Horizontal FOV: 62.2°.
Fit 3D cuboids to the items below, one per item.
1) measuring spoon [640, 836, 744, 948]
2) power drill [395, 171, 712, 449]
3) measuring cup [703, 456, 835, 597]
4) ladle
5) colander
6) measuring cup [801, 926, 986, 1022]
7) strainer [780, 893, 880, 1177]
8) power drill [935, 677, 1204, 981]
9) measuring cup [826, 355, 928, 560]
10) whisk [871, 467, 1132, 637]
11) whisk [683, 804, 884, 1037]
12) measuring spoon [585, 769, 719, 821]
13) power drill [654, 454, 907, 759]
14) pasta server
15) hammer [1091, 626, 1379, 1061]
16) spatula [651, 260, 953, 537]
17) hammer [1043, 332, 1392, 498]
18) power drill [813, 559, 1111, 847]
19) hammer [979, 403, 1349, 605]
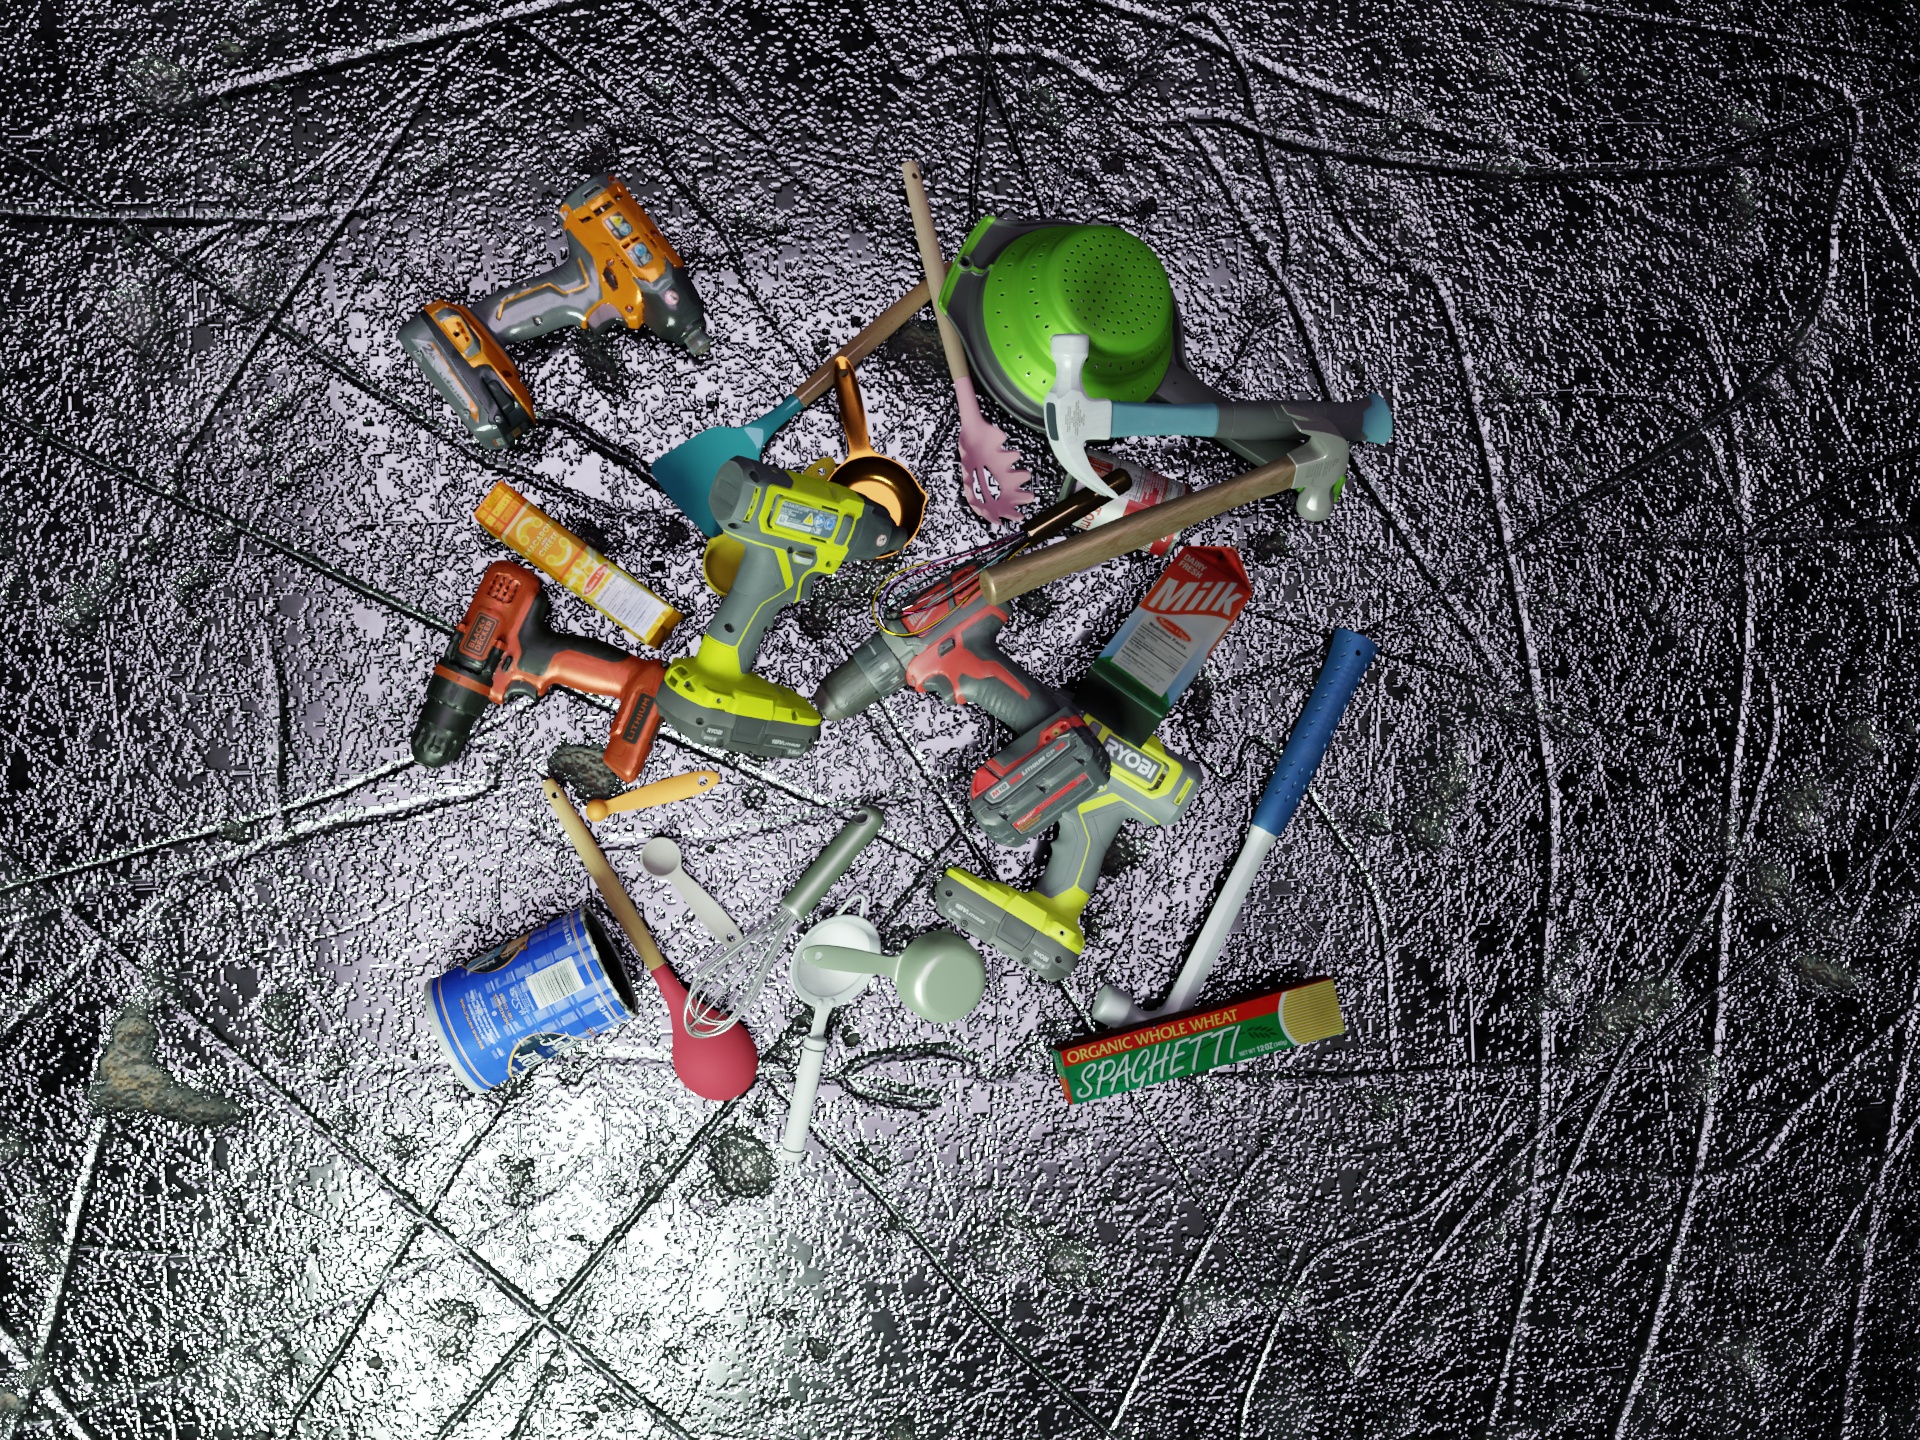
[{"bbox_3d":[-0.227,0.149,1.359,0.034,0.018,0.124,-40,101,-5],"label":"measuring spoon"},{"bbox_3d":[-0.326,-0.324,1.314,0.226,0.084,0.164,-39,95,-9],"label":"power drill"},{"bbox_3d":[-0.160,-0.166,1.364,0.062,0.029,0.156,41,74,-5],"label":"measuring cup"},{"bbox_3d":[-0.268,0.186,1.347,0.069,0.031,0.315,-31,92,-10],"label":"ladle"},{"bbox_3d":[0.179,-0.305,1.345,0.397,0.094,0.204,29,71,-11],"label":"colander"},{"bbox_3d":[-0.052,0.211,1.334,0.167,0.038,0.083,14,93,-29],"label":"measuring cup"},{"bbox_3d":[-0.124,0.266,1.355,0.086,0.050,0.258,9,95,-36],"label":"strainer"},{"bbox_3d":[0.074,0.087,1.359,0.190,0.080,0.228,31,84,3],"label":"power drill"},{"bbox_3d":[-0.085,-0.220,1.355,0.095,0.052,0.173,-12,89,-6],"label":"measuring cup"},{"bbox_3d":[0.034,-0.144,1.306,0.245,0.051,0.047,-31,59,-8],"label":"whisk"},{"bbox_3d":[-0.147,0.167,1.342,0.246,0.058,0.059,-50,137,-13],"label":"whisk"},{"bbox_3d":[-0.262,0.063,1.353,0.117,0.011,0.021,-16,92,-6],"label":"measuring spoon"},{"bbox_3d":[-0.144,-0.087,1.283,0.171,0.080,0.223,11,108,-39],"label":"power drill"},{"bbox_3d":[-0.002,-0.321,1.359,0.060,0.040,0.316,-17,97,-22],"label":"pasta server"},{"bbox_3d":[0.268,0.110,1.401,0.144,0.035,0.405,27,87,-5],"label":"hammer"},{"bbox_3d":[-0.123,-0.290,1.366,0.317,0.044,0.082,-42,94,-9],"label":"spatula"},{"bbox_3d":[0.220,-0.250,1.317,0.331,0.033,0.128,-4,106,-24],"label":"hammer"},{"bbox_3d":[-0.002,-0.004,1.318,0.188,0.080,0.227,-36,65,2],"label":"power drill"},{"bbox_3d":[0.169,-0.166,1.293,0.331,0.130,0.031,-22,57,-12],"label":"hammer"}]
